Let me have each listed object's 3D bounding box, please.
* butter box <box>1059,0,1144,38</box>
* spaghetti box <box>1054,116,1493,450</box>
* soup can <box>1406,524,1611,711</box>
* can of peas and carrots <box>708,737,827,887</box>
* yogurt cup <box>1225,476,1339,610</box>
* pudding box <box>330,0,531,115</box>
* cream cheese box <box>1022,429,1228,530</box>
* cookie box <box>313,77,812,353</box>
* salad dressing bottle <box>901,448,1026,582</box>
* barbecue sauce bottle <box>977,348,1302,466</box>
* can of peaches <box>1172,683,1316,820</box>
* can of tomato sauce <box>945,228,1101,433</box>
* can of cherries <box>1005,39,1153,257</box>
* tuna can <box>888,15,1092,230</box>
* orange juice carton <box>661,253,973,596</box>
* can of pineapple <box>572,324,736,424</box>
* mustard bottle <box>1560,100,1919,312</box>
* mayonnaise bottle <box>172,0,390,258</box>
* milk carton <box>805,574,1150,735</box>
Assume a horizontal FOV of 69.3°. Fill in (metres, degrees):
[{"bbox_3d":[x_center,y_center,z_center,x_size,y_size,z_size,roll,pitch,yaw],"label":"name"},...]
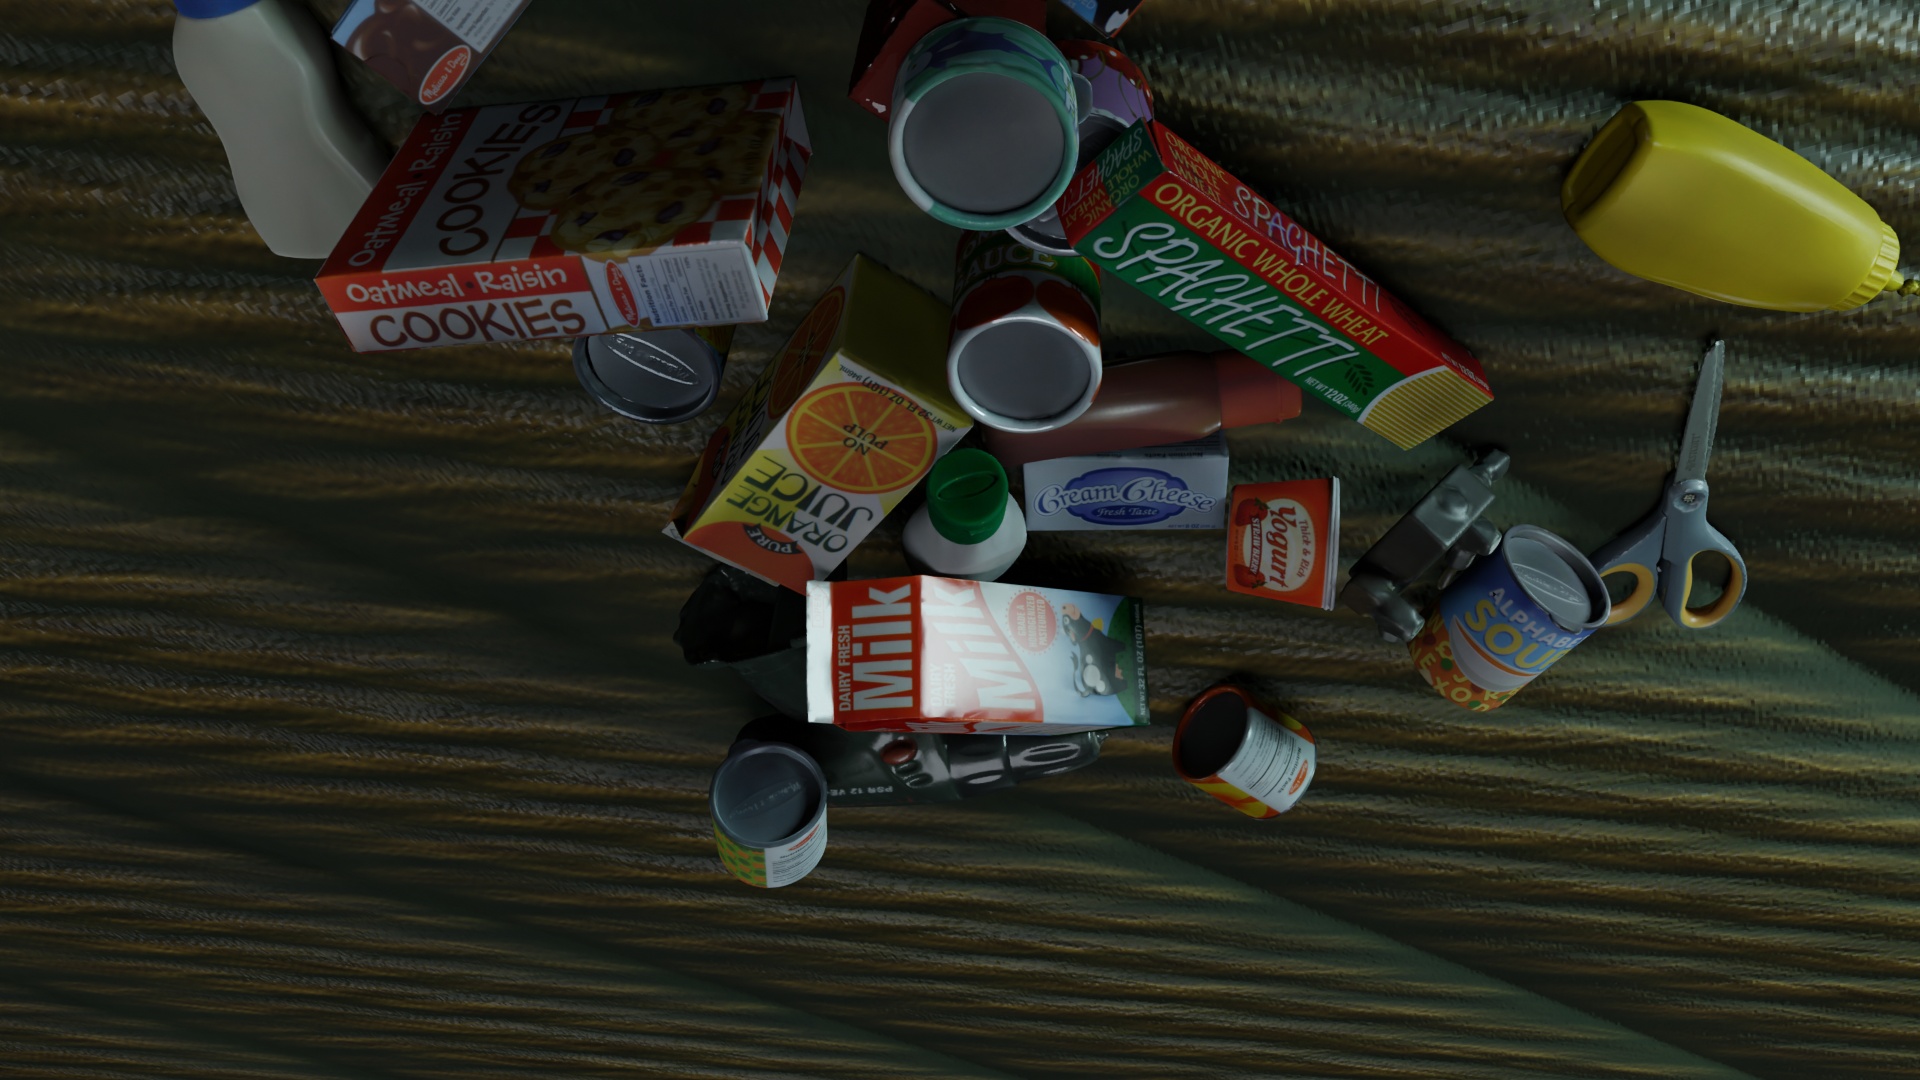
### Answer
[{"bbox_3d":[0.032,-0.234,0.502,0.103,0.024,0.053,28,133,-23],"label":"butter box"},{"bbox_3d":[0.140,-0.098,0.582,0.250,0.029,0.050,20,136,-40],"label":"spaghetti box"},{"bbox_3d":[0.289,0.044,0.737,0.071,0.072,0.083,19,135,-14],"label":"soup can"},{"bbox_3d":[-0.111,0.157,0.801,0.071,0.071,0.058,6,142,-1],"label":"can of peas and carrots"},{"bbox_3d":[0.164,0.000,0.709,0.054,0.073,0.072,3,137,13],"label":"yogurt cup"},{"bbox_3d":[-0.201,-0.213,0.542,0.049,0.030,0.083,35,129,-29],"label":"pudding box"},{"bbox_3d":[0.084,-0.031,0.711,0.104,0.024,0.053,-1,135,6],"label":"cream cheese box"},{"bbox_3d":[-0.152,-0.131,0.555,0.167,0.123,0.040,-3,135,8],"label":"cookie box"},{"bbox_3d":[0.002,-0.008,0.678,0.064,0.044,0.147,-18,169,-5],"label":"salad dressing bottle"},{"bbox_3d":[0.083,-0.065,0.654,0.148,0.043,0.065,-7,176,5],"label":"barbecue sauce bottle"},{"bbox_3d":[0.169,0.127,0.841,0.058,0.071,0.071,31,131,-25],"label":"can of peaches"},{"bbox_3d":[0.028,-0.099,0.602,0.071,0.083,0.070,2,137,2],"label":"can of tomato sauce"},{"bbox_3d":[0.043,-0.159,0.556,0.071,0.059,0.071,3,137,3],"label":"can of cherries"},{"bbox_3d":[0.011,-0.143,0.480,0.071,0.033,0.070,1,135,1],"label":"tuna can"},{"bbox_3d":[-0.074,-0.040,0.680,0.072,0.073,0.191,27,133,-23],"label":"orange juice carton"},{"bbox_3d":[-0.137,-0.097,0.637,0.071,0.058,0.070,2,137,2],"label":"can of pineapple"},{"bbox_3d":[0.329,-0.127,0.570,0.160,0.049,0.065,17,136,-13],"label":"mustard bottle"},{"bbox_3d":[-0.283,-0.187,0.570,0.065,0.041,0.147,-3,135,6],"label":"mayonnaise bottle"},{"bbox_3d":[0.004,0.062,0.722,0.191,0.072,0.073,6,165,-35],"label":"milk carton"}]
